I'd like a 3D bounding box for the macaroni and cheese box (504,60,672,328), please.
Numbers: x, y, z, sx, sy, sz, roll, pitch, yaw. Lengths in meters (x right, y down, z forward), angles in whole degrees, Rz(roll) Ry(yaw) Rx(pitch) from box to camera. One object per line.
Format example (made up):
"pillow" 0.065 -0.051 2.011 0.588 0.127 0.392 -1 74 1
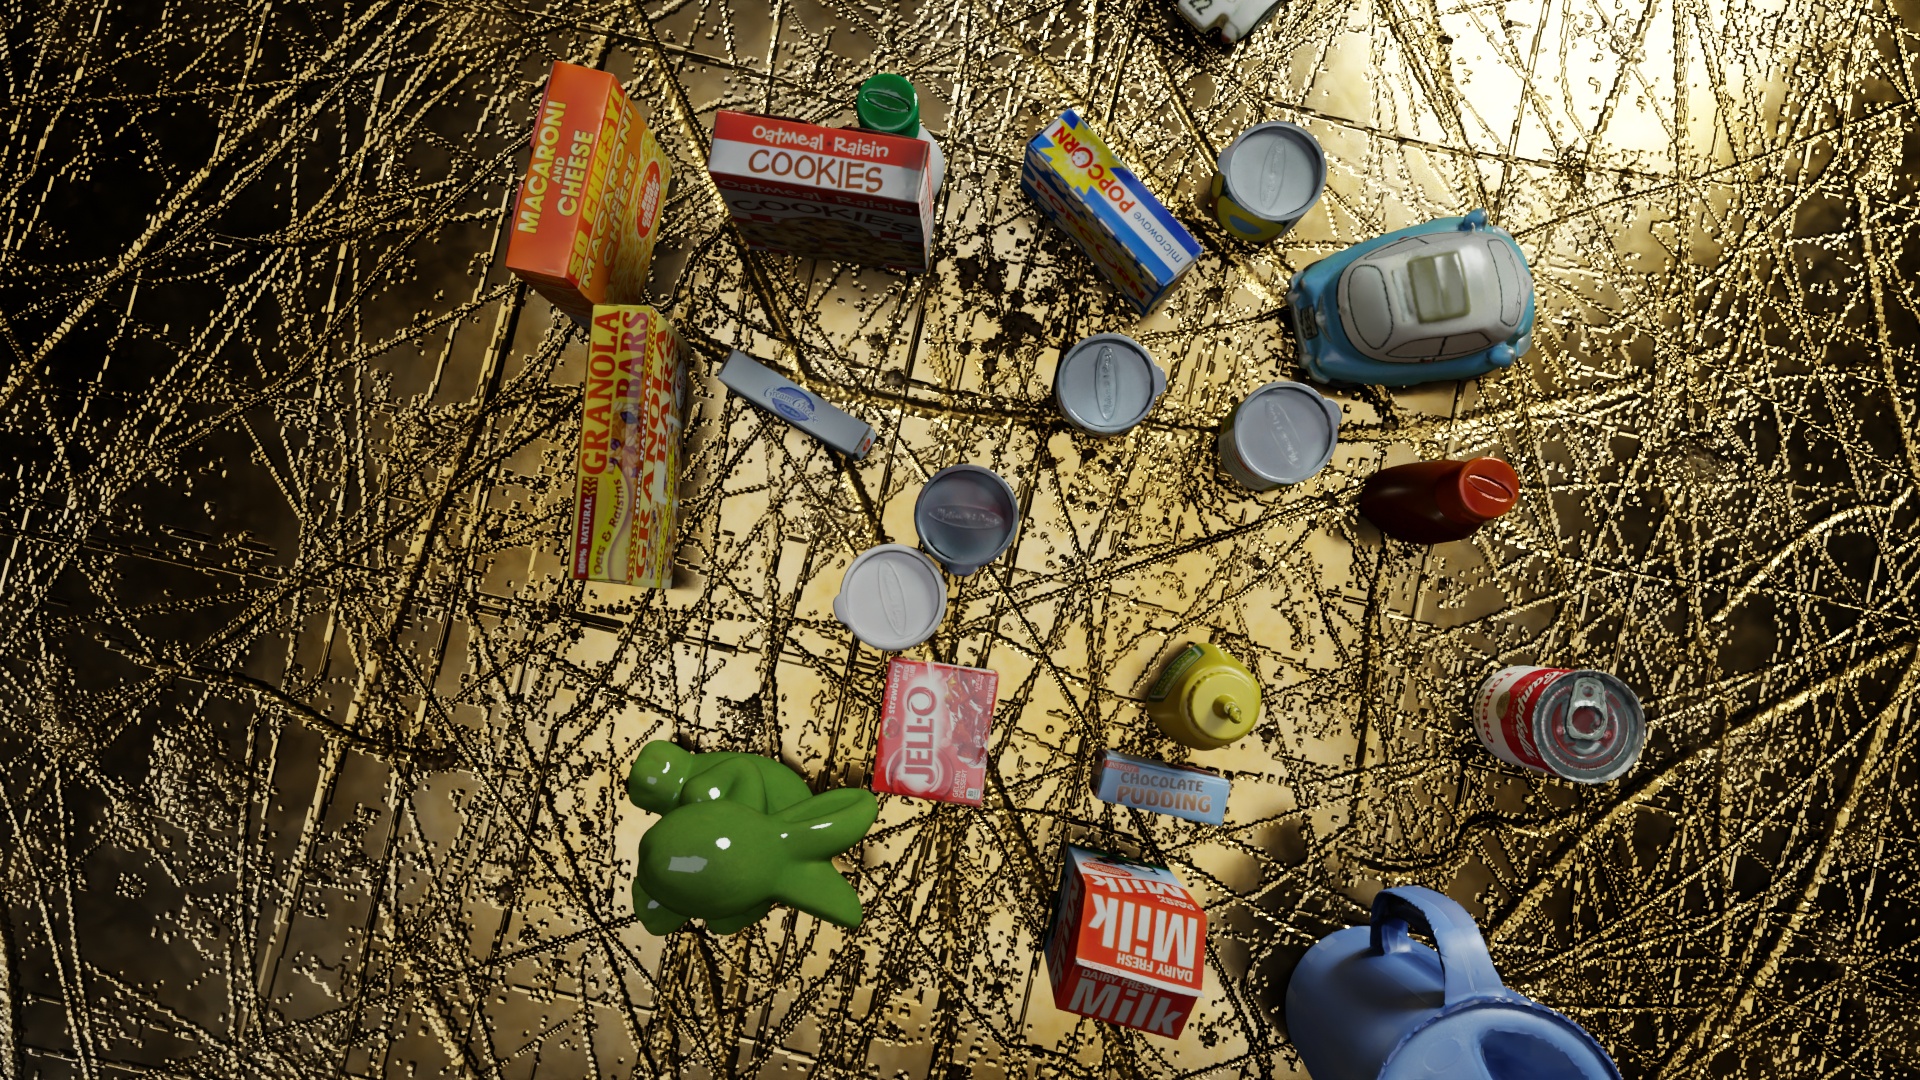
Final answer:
"macaroni and cheese box" -0.227 -0.204 0.860 0.040 0.166 0.123 12 87 0

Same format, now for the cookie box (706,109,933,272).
"cookie box" -0.080 -0.213 0.861 0.123 0.167 0.040 8 87 0

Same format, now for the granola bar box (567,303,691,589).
"granola bar box" -0.206 -0.054 0.871 0.039 0.124 0.165 4 86 0

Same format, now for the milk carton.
"milk carton" 0.095 0.236 0.821 0.072 0.190 0.073 14 87 1

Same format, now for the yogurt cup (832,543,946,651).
"yogurt cup" -0.043 0.037 0.901 0.072 0.054 0.072 0 86 0

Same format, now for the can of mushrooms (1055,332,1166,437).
"can of mushrooms" 0.099 -0.102 0.922 0.071 0.033 0.071 0 86 0

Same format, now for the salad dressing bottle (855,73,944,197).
"salad dressing bottle" -0.042 -0.248 0.874 0.064 0.147 0.044 18 87 1

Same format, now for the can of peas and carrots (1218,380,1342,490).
"can of peas and carrots" 0.208 -0.068 0.908 0.071 0.058 0.071 0 86 0

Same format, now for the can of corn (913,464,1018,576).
"can of corn" 0.003 -0.011 0.903 0.071 0.058 0.071 0 86 0

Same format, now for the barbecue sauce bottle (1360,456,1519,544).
"barbecue sauce bottle" 0.299 -0.026 0.861 0.065 0.148 0.043 26 87 1

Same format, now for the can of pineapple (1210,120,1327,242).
"can of pineapple" 0.201 -0.237 0.920 0.071 0.058 0.071 0 86 0

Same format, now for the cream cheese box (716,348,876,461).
"cream cheese box" -0.106 -0.087 0.909 0.104 0.053 0.024 30 87 1

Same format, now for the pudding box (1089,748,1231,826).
"pudding box" 0.128 0.158 0.897 0.084 0.049 0.030 12 87 0

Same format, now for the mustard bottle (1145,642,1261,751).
"mustard bottle" 0.152 0.096 0.845 0.049 0.160 0.065 40 87 2

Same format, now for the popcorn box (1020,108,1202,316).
"popcorn box" 0.096 -0.211 0.903 0.038 0.085 0.127 -42 88 -2
